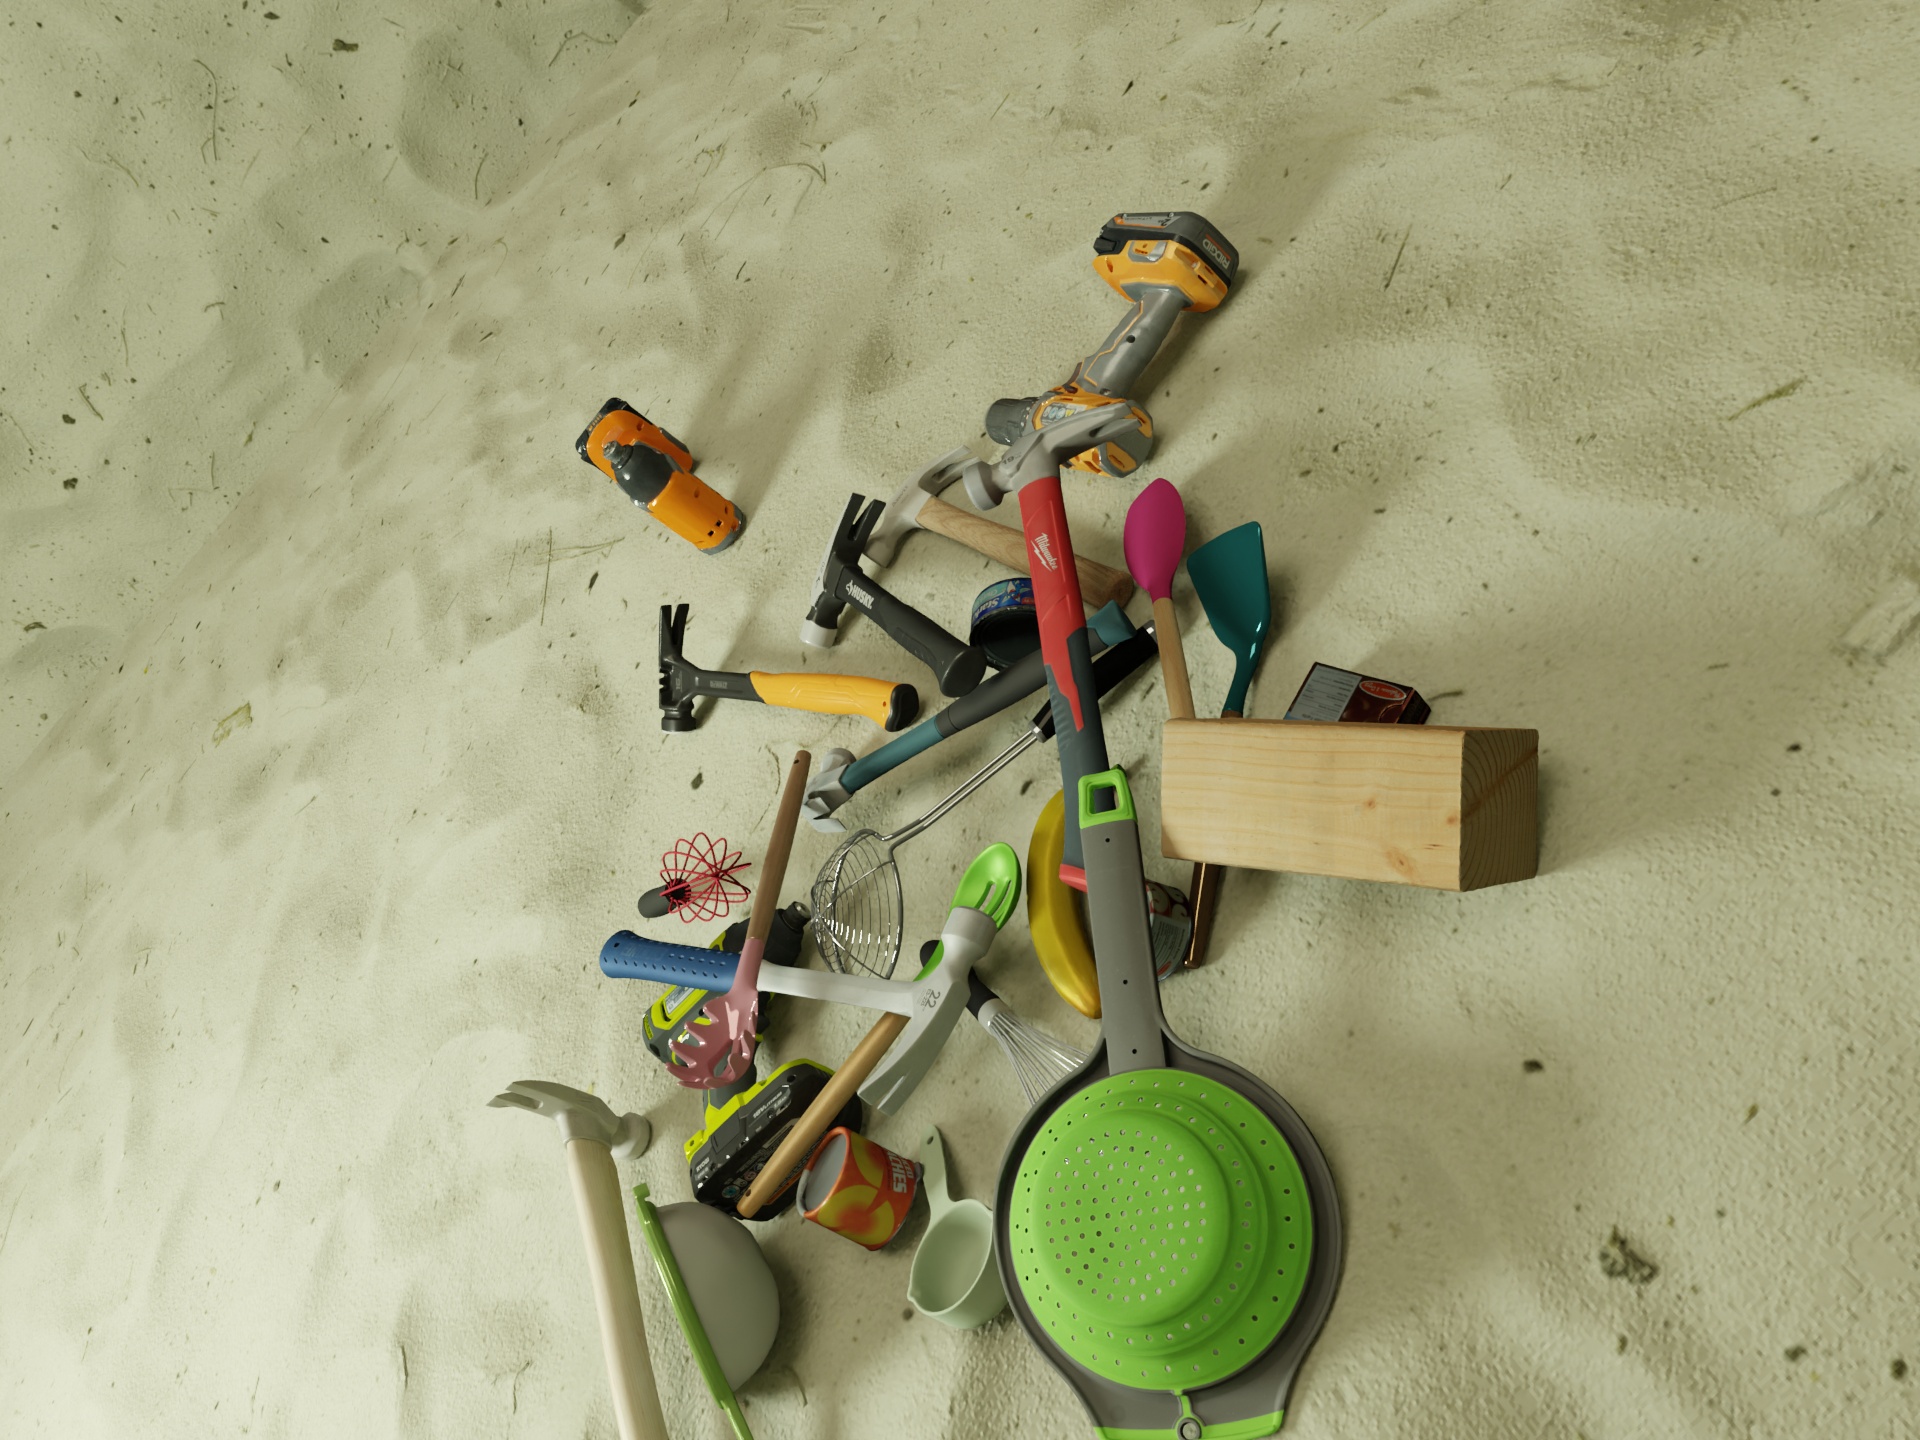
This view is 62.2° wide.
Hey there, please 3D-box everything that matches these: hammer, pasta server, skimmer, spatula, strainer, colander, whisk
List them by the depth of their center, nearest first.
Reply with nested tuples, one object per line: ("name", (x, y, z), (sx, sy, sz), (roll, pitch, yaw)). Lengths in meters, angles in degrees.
("colander", (0.096, 0.203, 0.916), (0.204, 0.094, 0.397), (-13, 65, 17))
("whisk", (0.041, 0.217, 1.076), (0.070, 0.070, 0.285), (-54, 34, 0))
("strainer", (-0.141, 0.430, 1.081), (0.069, 0.151, 0.257), (-25, 59, -15))
("spatula", (0.174, 0.016, 1.096), (0.082, 0.044, 0.318), (-25, 46, 55))
("hammer", (0.089, -0.056, 1.134), (0.143, 0.038, 0.387), (-21, 56, 22))
("hammer", (-0.250, 0.440, 1.147), (0.038, 0.146, 0.411), (-41, 46, 14))
("pasta server", (-0.150, 0.138, 1.177), (0.060, 0.040, 0.316), (-13, 43, 24))
("hammer", (-0.147, 0.195, 1.180), (0.406, 0.035, 0.144), (-2, 53, 46))
("skimmer", (0.025, 0.064, 1.220), (0.363, 0.090, 0.127), (-39, 39, 1))
("hammer", (-0.002, -0.004, 1.245), (0.331, 0.033, 0.128), (-31, 16, 27))
("whisk", (-0.232, 0.140, 1.323), (0.296, 0.073, 0.073), (-29, 38, 66))
("hammer", (-0.055, -0.093, 1.329), (0.335, 0.035, 0.146), (39, 112, 61))
("hammer", (0.035, -0.155, 1.366), (0.130, 0.031, 0.332), (-56, 40, -3))
("hammer", (-0.165, -0.037, 1.446), (0.337, 0.034, 0.127), (7, 100, 43))

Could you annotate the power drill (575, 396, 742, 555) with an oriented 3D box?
("power drill", (-0.339, -0.273, 1.718), (0.084, 0.164, 0.227), (-51, 37, 4))

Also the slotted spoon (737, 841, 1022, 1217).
("slotted spoon", (-0.054, 0.218, 1.117), (0.314, 0.031, 0.070), (-52, 30, -7))

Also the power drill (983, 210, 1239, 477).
("power drill", (0.121, -0.319, 1.367), (0.185, 0.084, 0.226), (21, 83, 51))

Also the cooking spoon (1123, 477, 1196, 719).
("cooking spoon", (0.149, -0.067, 1.150), (0.068, 0.017, 0.319), (-45, 33, 36))

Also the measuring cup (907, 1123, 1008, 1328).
("measuring cup", (0.000, 0.330, 1.055), (0.083, 0.038, 0.168), (-47, 23, 12))

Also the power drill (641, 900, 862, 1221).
("power drill", (-0.160, 0.254, 1.229), (0.171, 0.080, 0.223), (-45, 37, 11))
